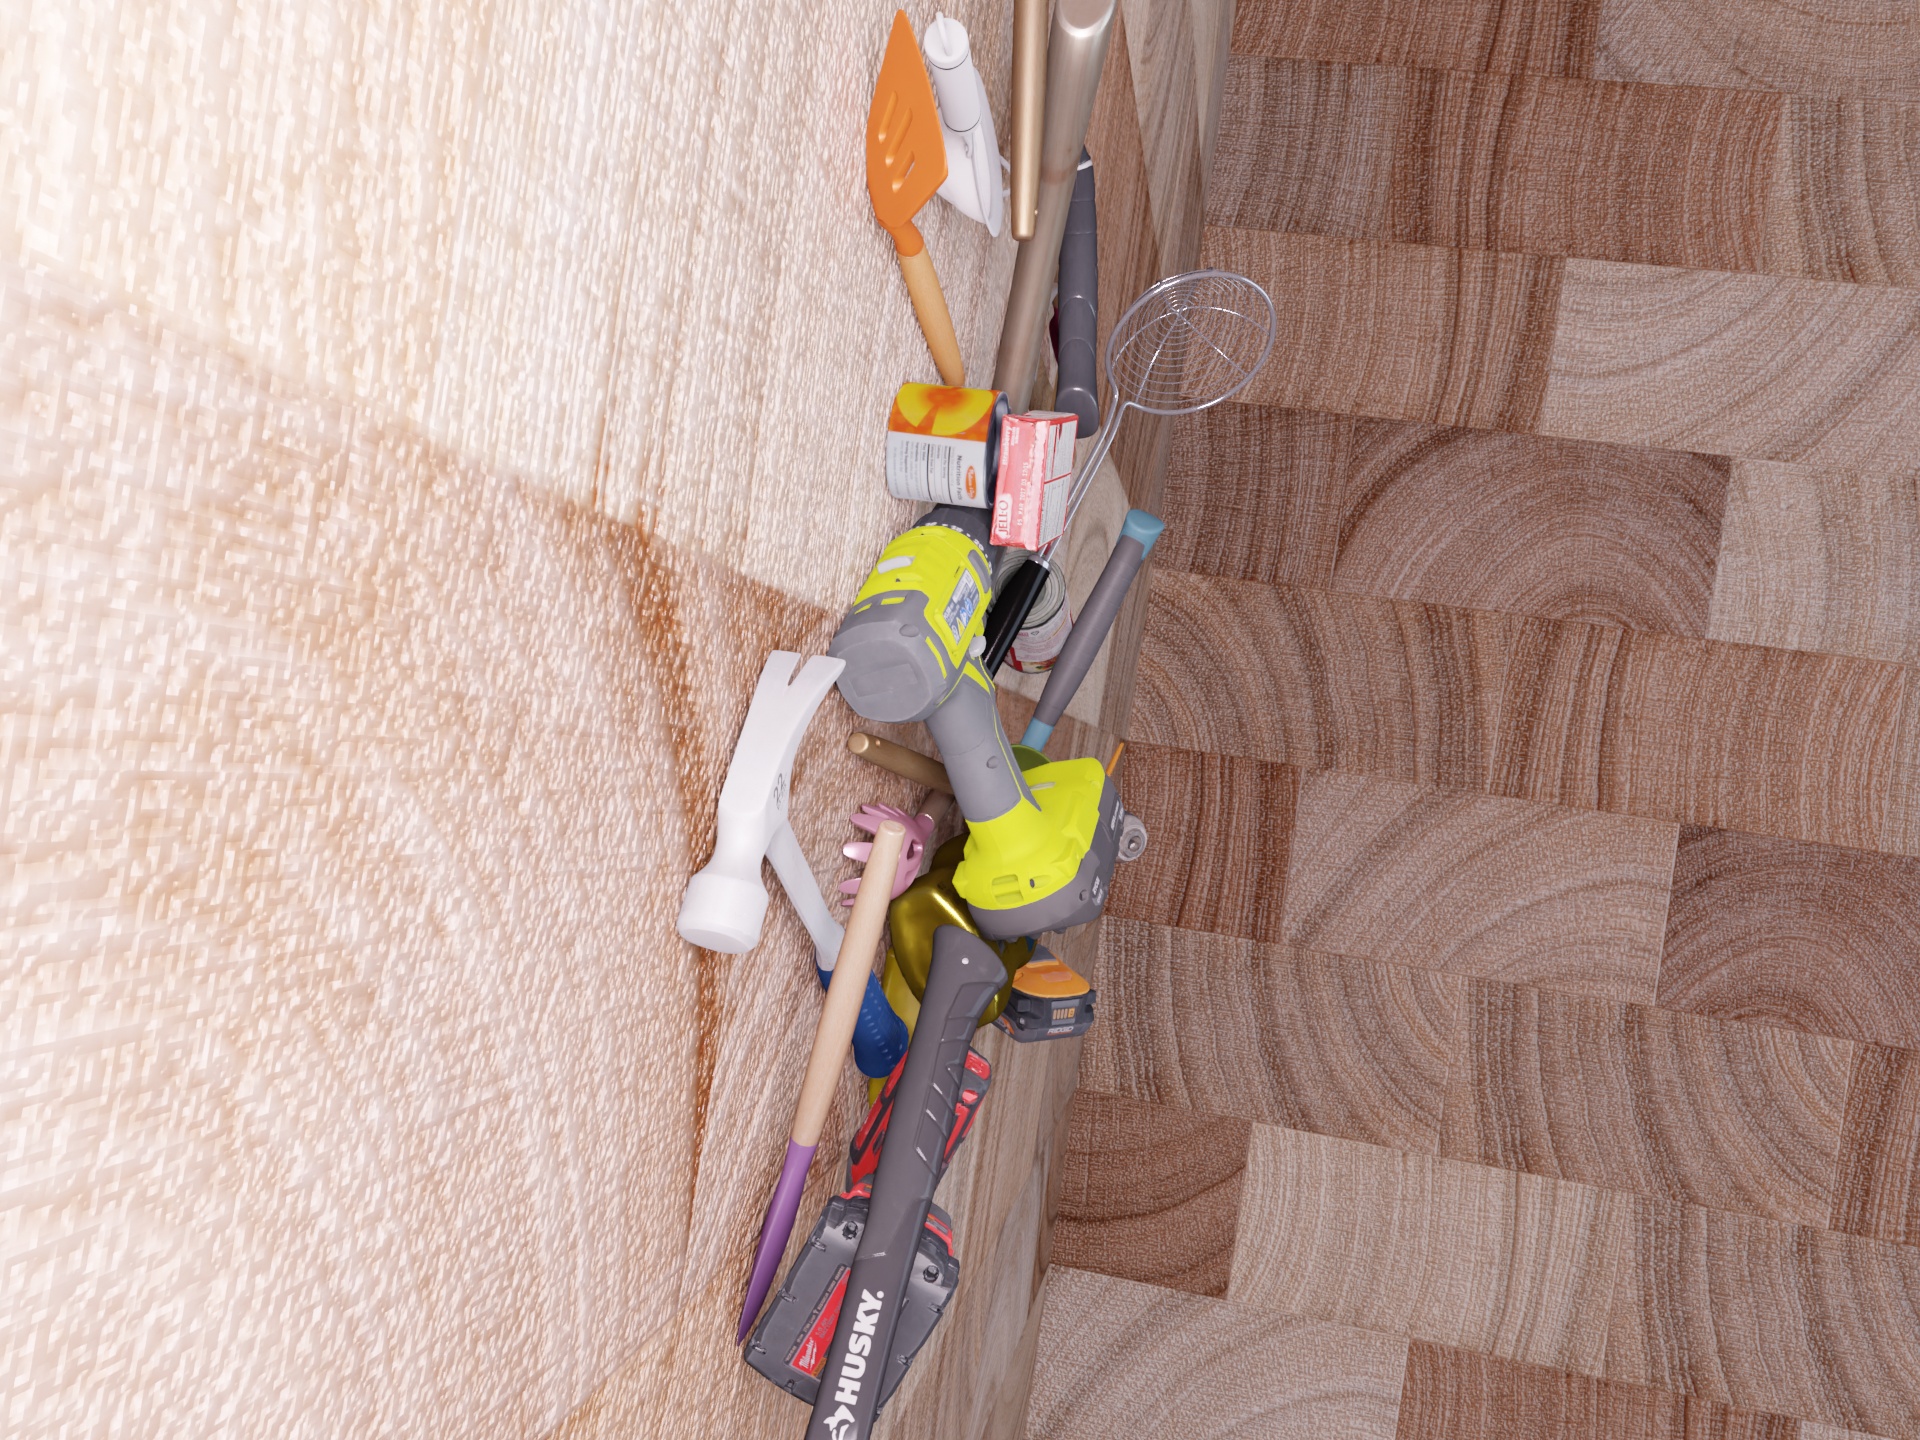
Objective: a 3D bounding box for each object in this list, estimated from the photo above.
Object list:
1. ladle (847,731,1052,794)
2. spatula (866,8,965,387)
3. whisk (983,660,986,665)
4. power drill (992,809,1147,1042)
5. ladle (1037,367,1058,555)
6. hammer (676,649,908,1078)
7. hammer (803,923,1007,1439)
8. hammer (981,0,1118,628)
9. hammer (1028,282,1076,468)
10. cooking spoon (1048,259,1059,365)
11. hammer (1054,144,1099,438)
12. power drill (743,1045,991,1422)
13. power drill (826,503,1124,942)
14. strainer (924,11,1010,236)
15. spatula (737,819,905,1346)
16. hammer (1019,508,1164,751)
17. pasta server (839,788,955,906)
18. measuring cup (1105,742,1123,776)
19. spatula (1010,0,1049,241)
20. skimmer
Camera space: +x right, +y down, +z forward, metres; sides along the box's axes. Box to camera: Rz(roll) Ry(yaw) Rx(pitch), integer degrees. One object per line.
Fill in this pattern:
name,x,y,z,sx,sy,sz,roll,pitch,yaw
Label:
ladle,0.004,0.035,1.022,0.320,0.062,0.078,28,45,-69
spatula,-0.014,-0.240,0.831,0.322,0.041,0.081,54,21,-78
whisk,-0.002,-0.003,1.088,0.058,0.059,0.246,-41,168,-5
power drill,0.079,0.152,1.332,0.185,0.084,0.226,23,-71,55
ladle,0.070,-0.168,1.254,0.031,0.069,0.315,-36,155,-23
hammer,-0.067,0.110,0.838,0.405,0.035,0.144,78,22,-63
hammer,-0.039,0.250,0.774,0.035,0.146,0.335,97,8,-56
hammer,0.039,-0.242,0.967,0.146,0.038,0.410,-72,176,-49
hammer,0.068,-0.259,1.302,0.331,0.031,0.130,29,71,-80
cooking spoon,0.079,-0.354,1.278,0.318,0.017,0.069,73,-3,-60
hammer,0.077,-0.387,1.066,0.149,0.036,0.409,61,29,-77
power drill,-0.045,0.284,0.912,0.143,0.078,0.220,-62,180,18
power drill,0.016,-0.007,0.912,0.228,0.080,0.191,64,27,-25
strainer,-0.001,-0.297,0.782,0.258,0.050,0.087,-46,130,-84
spatula,-0.072,0.187,0.787,0.060,0.018,0.315,-54,163,-66
hammer,0.071,-0.011,1.234,0.331,0.033,0.128,-63,172,8
pasta server,-0.029,0.062,1.053,0.316,0.040,0.060,-50,148,-78
measuring cup,0.069,0.077,1.225,0.174,0.052,0.095,-60,171,-24
spatula,0.027,-0.407,0.816,0.082,0.044,0.317,-18,110,-80
skimmer,0.105,-0.161,1.153,0.127,0.090,0.363,33,83,-44
